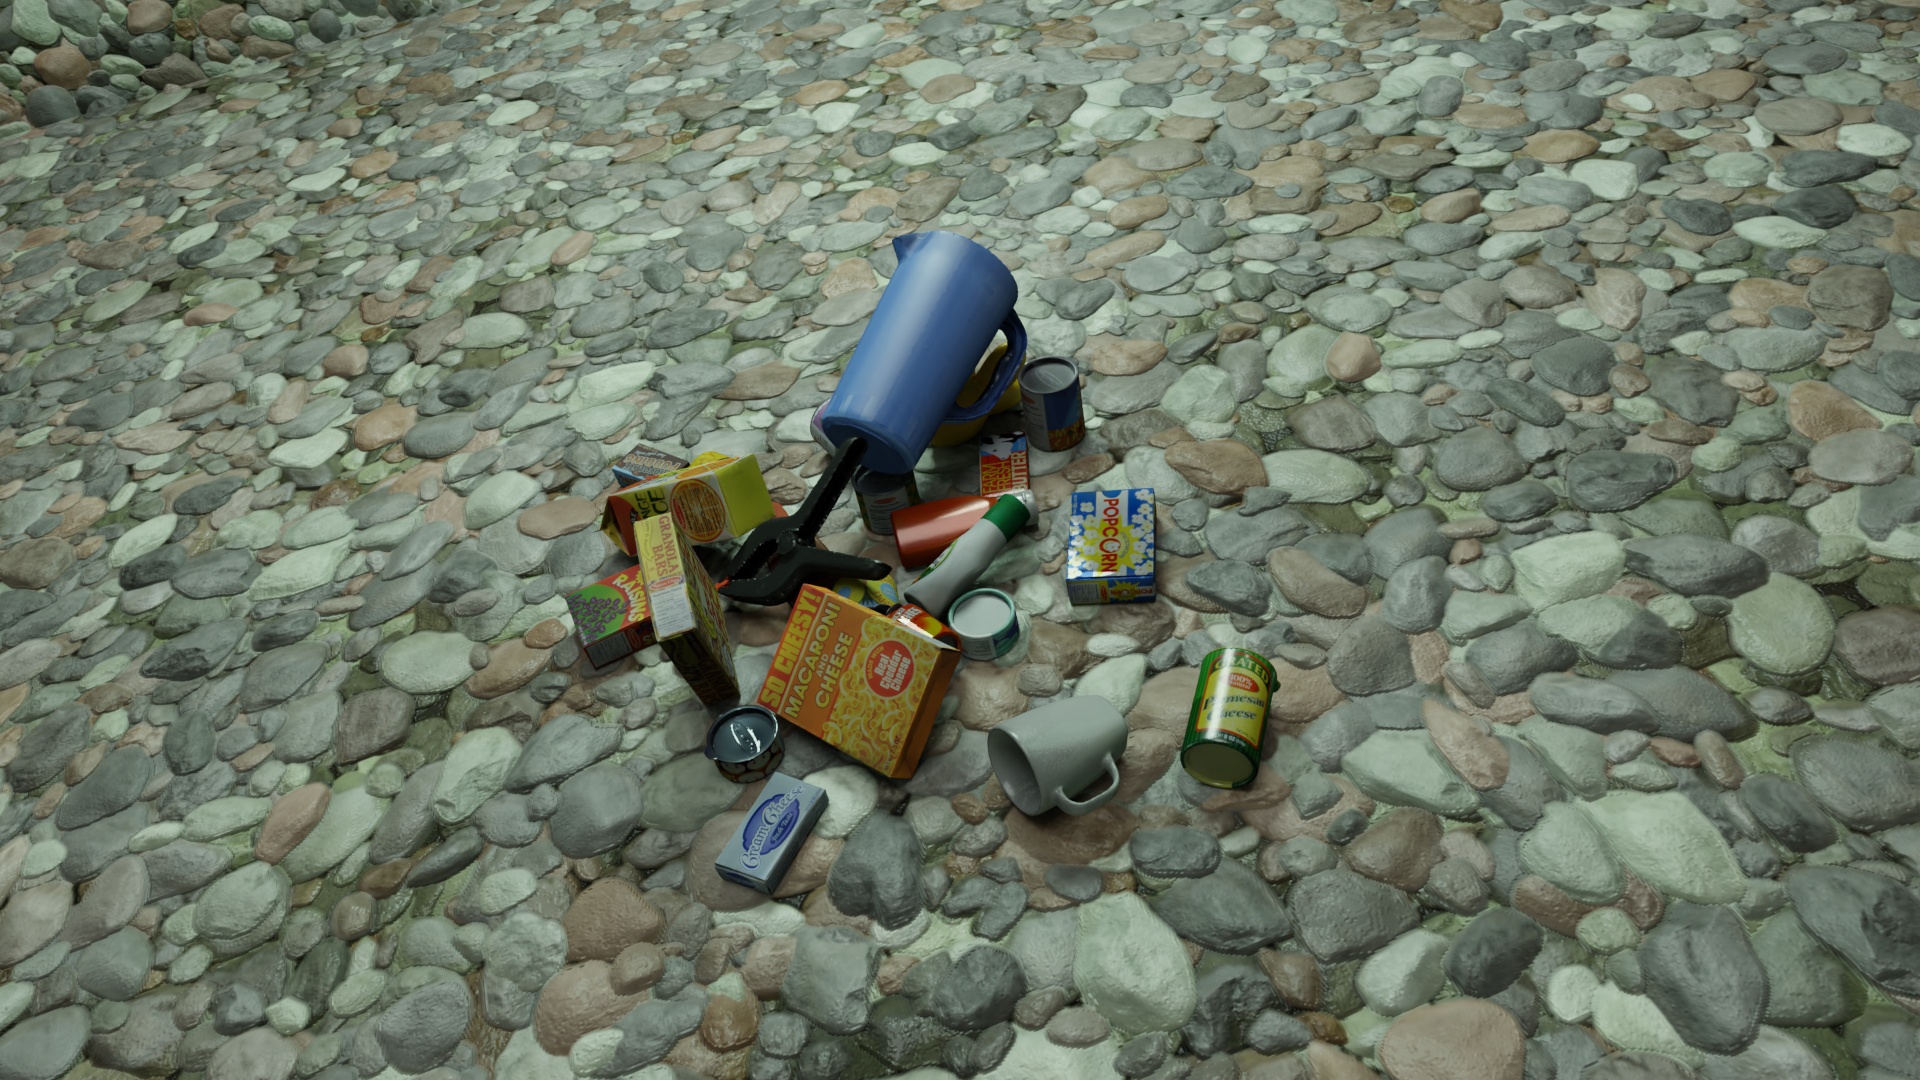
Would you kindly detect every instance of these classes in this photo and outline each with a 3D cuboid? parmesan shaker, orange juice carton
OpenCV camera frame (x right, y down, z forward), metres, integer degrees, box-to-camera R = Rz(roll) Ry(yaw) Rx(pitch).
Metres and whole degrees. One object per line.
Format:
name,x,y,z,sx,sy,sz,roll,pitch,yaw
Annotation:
parmesan shaker,0.231,0.151,1.182,0.071,0.071,0.103,5,46,19
orange juice carton,-0.298,-0.033,1.460,0.192,0.073,0.072,-10,14,31

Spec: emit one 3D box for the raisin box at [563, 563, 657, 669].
raisin box,-0.333,0.068,1.422,0.123,0.039,0.086,-24,43,-13

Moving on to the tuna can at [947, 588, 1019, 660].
tuna can,0.023,0.078,1.332,0.071,0.032,0.071,-7,44,7

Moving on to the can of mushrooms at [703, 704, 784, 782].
can of mushrooms,-0.198,0.187,1.269,0.071,0.033,0.071,-6,44,6

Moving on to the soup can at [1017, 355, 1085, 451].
soup can,0.103,-0.150,1.517,0.071,0.083,0.072,-7,43,6

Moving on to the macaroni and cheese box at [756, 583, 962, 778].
macaroni and cheese box,-0.094,0.126,1.260,0.166,0.040,0.123,23,91,33

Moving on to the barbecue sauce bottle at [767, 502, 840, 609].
barbecue sauce bottle,-0.173,0.013,1.438,0.065,0.043,0.149,-36,45,-4

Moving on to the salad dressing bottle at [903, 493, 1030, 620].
salad dressing bottle,0.008,0.016,1.370,0.044,0.064,0.148,43,72,3

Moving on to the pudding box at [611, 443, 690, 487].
pudding box,-0.350,-0.076,1.585,0.084,0.030,0.050,20,53,30

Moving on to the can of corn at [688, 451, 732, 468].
can of corn,-0.260,-0.061,1.518,0.058,0.070,0.071,21,52,32

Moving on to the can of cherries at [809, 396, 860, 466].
can of cherries,-0.124,-0.124,1.553,0.072,0.071,0.058,-31,46,-18

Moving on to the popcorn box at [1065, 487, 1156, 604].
popcorn box,0.151,0.005,1.375,0.085,0.038,0.127,-4,44,11

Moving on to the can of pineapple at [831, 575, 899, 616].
can of pineapple,-0.089,0.068,1.343,0.071,0.070,0.058,-13,42,0

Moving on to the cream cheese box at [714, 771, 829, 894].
cream cheese box,-0.161,0.252,1.199,0.053,0.024,0.104,12,48,25

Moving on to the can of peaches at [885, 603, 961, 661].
can of peaches,-0.041,0.099,1.297,0.071,0.071,0.058,-38,49,-25

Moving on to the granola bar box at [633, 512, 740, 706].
granola bar box,-0.253,0.067,1.291,0.039,0.165,0.124,-17,62,-3

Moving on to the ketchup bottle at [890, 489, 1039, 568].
ketchup bottle,0.005,-0.018,1.429,0.149,0.043,0.065,-14,52,-2

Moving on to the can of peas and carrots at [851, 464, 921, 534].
can of peas and carrots,-0.077,-0.050,1.472,0.071,0.058,0.071,-7,43,6

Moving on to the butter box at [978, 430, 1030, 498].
butter box,0.048,-0.074,1.493,0.053,0.024,0.104,-8,43,6
